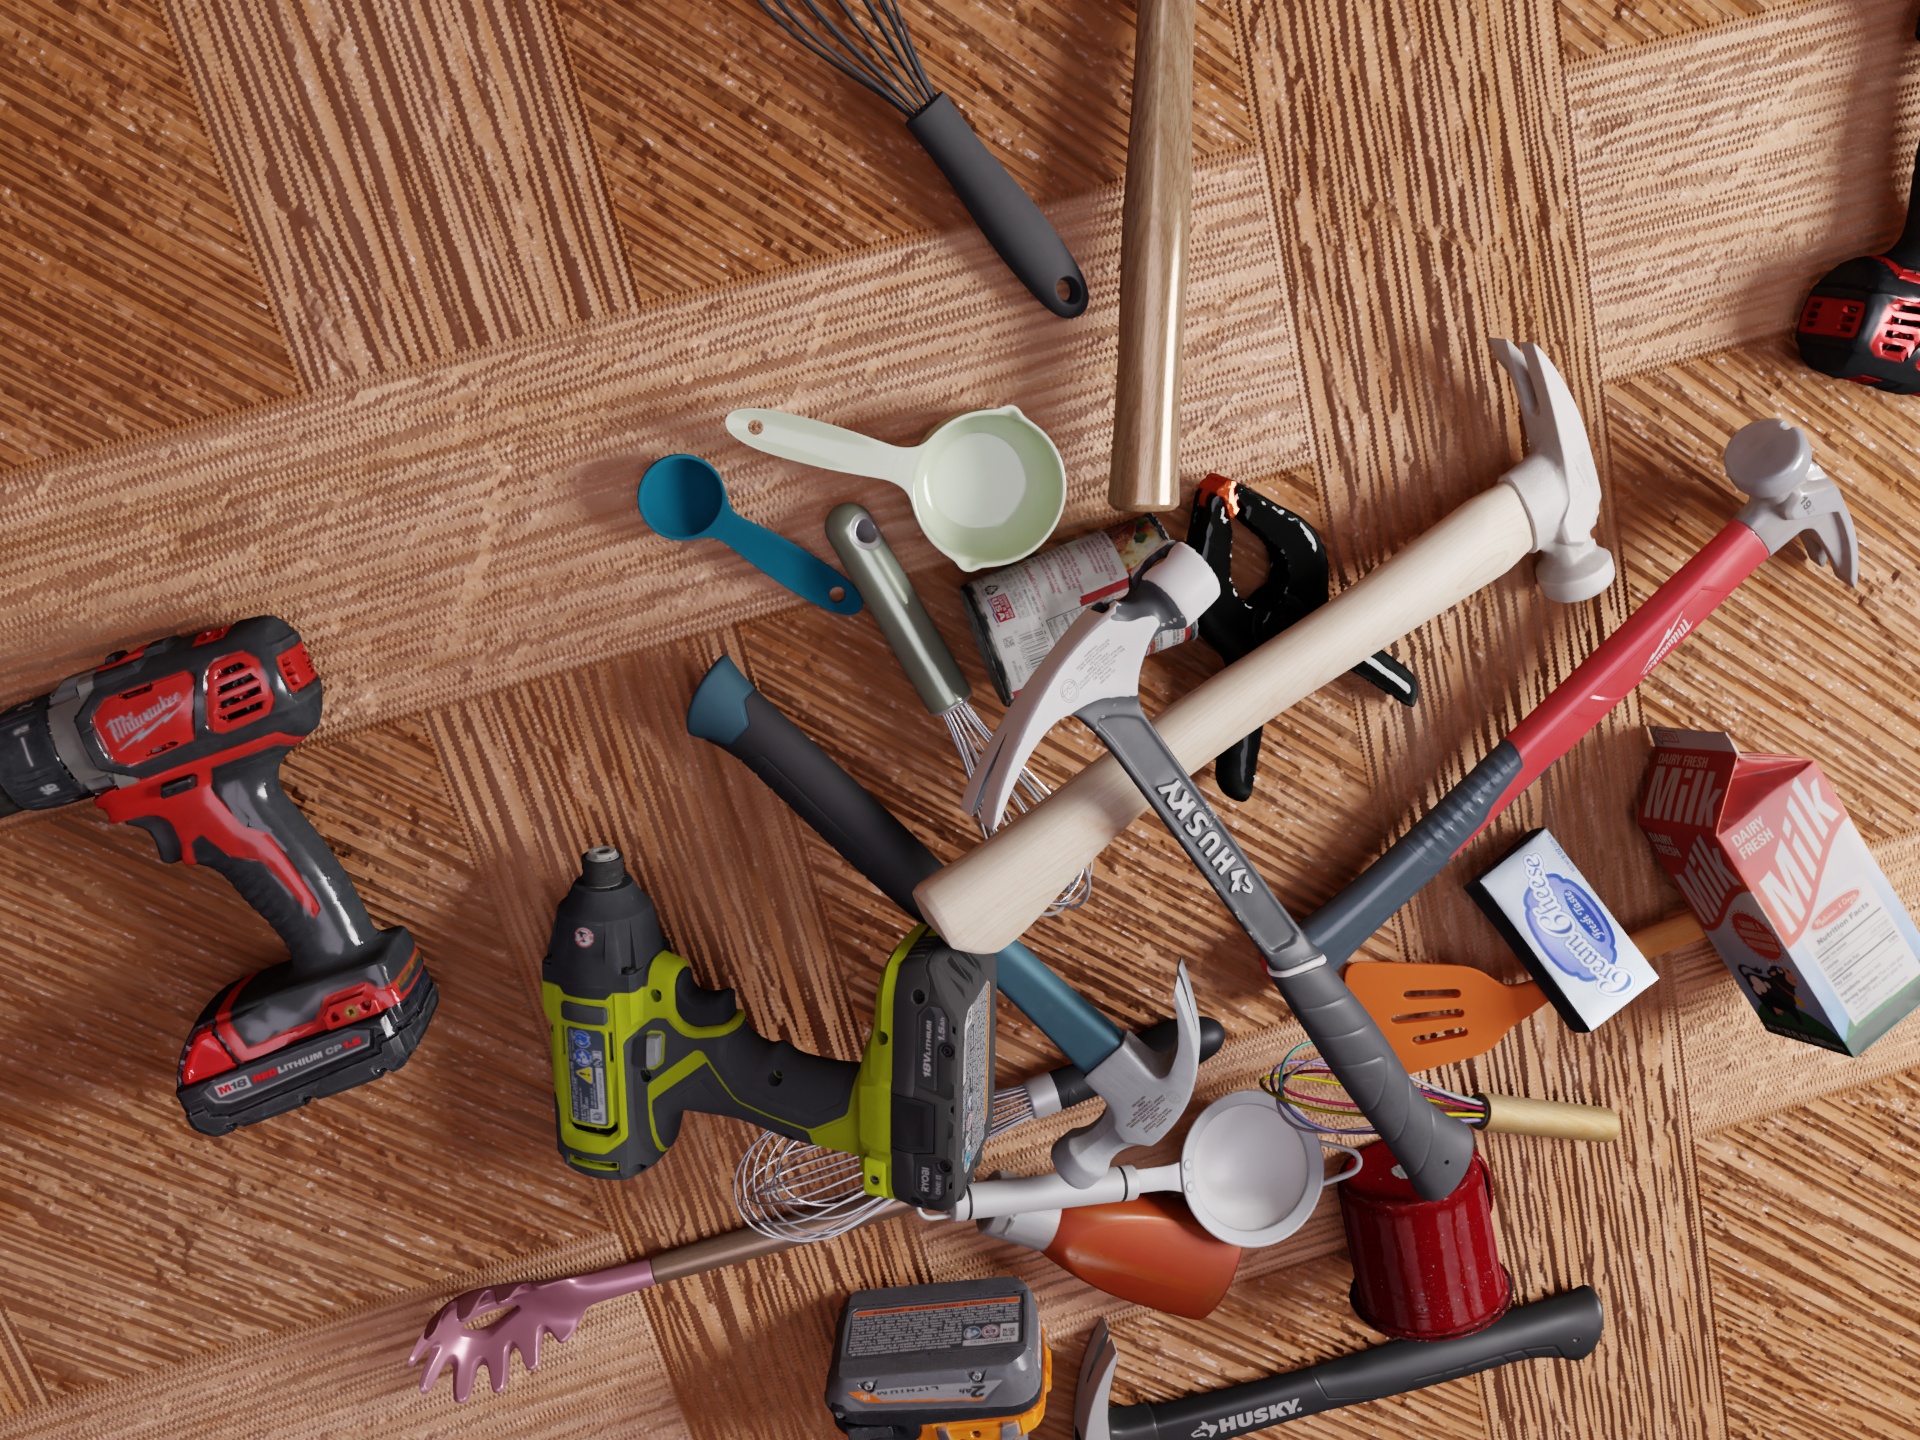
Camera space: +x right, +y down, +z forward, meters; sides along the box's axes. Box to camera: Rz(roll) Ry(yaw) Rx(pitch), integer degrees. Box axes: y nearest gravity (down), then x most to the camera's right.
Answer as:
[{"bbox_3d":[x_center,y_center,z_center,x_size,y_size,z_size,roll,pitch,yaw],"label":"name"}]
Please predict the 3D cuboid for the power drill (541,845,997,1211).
[{"bbox_3d":[-0.099,0.154,0.792,0.223,0.080,0.171,5,107,14],"label":"power drill"}]

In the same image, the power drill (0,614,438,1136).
[{"bbox_3d":[-0.370,0.078,0.758,0.188,0.080,0.226,-20,105,-3],"label":"power drill"}]

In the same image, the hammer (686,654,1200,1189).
[{"bbox_3d":[-0.011,0.094,0.806,0.331,0.033,0.128,43,113,-5],"label":"hammer"}]

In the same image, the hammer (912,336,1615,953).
[{"bbox_3d":[0.148,-0.027,0.775,0.410,0.038,0.146,-34,118,-12],"label":"hammer"}]

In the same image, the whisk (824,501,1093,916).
[{"bbox_3d":[-0.001,-0.003,0.813,0.058,0.059,0.246,-40,108,-35],"label":"whisk"}]

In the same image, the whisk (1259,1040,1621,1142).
[{"bbox_3d":[0.278,0.220,0.915,0.244,0.047,0.051,11,68,-21],"label":"whisk"}]

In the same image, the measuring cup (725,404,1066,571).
[{"bbox_3d":[-0.032,-0.126,0.775,0.167,0.038,0.083,13,103,-11],"label":"measuring cup"}]

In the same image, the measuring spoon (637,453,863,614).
[{"bbox_3d":[-0.102,-0.089,0.787,0.128,0.021,0.042,32,98,-25],"label":"measuring spoon"}]

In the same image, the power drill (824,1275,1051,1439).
[{"bbox_3d":[-0.013,0.437,0.910,0.164,0.084,0.226,-8,111,6],"label":"power drill"}]

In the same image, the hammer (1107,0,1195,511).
[{"bbox_3d":[0.096,-0.265,0.747,0.130,0.031,0.331,-1,101,-10],"label":"hammer"}]

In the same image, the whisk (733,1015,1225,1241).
[{"bbox_3d":[0.014,0.218,0.872,0.284,0.070,0.070,-17,108,-9],"label":"whisk"}]

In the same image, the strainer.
[{"bbox_3d":[0.098,0.254,0.883,0.258,0.050,0.087,-1,82,-19],"label":"strainer"}]

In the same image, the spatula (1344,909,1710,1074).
[{"bbox_3d":[0.380,0.130,0.922,0.322,0.041,0.081,-19,109,-8],"label":"spatula"}]

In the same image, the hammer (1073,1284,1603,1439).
[{"bbox_3d":[0.230,0.398,0.965,0.334,0.035,0.146,-13,108,-6],"label":"hammer"}]

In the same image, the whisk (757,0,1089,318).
[{"bbox_3d":[-0.018,-0.278,0.730,0.055,0.055,0.238,-42,112,4],"label":"whisk"}]

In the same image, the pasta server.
[{"bbox_3d":[-0.142,0.302,0.877,0.316,0.040,0.060,-14,120,-6],"label":"pasta server"}]

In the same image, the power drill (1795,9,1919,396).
[{"bbox_3d":[0.530,-0.271,0.806,0.143,0.079,0.219,10,107,-12],"label":"power drill"}]

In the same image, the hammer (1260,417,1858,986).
[{"bbox_3d":[0.317,0.018,0.860,0.386,0.038,0.143,-47,135,11],"label":"hammer"}]

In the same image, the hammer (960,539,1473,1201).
[{"bbox_3d":[0.152,0.111,0.776,0.149,0.036,0.408,-43,118,-10],"label":"hammer"}]
